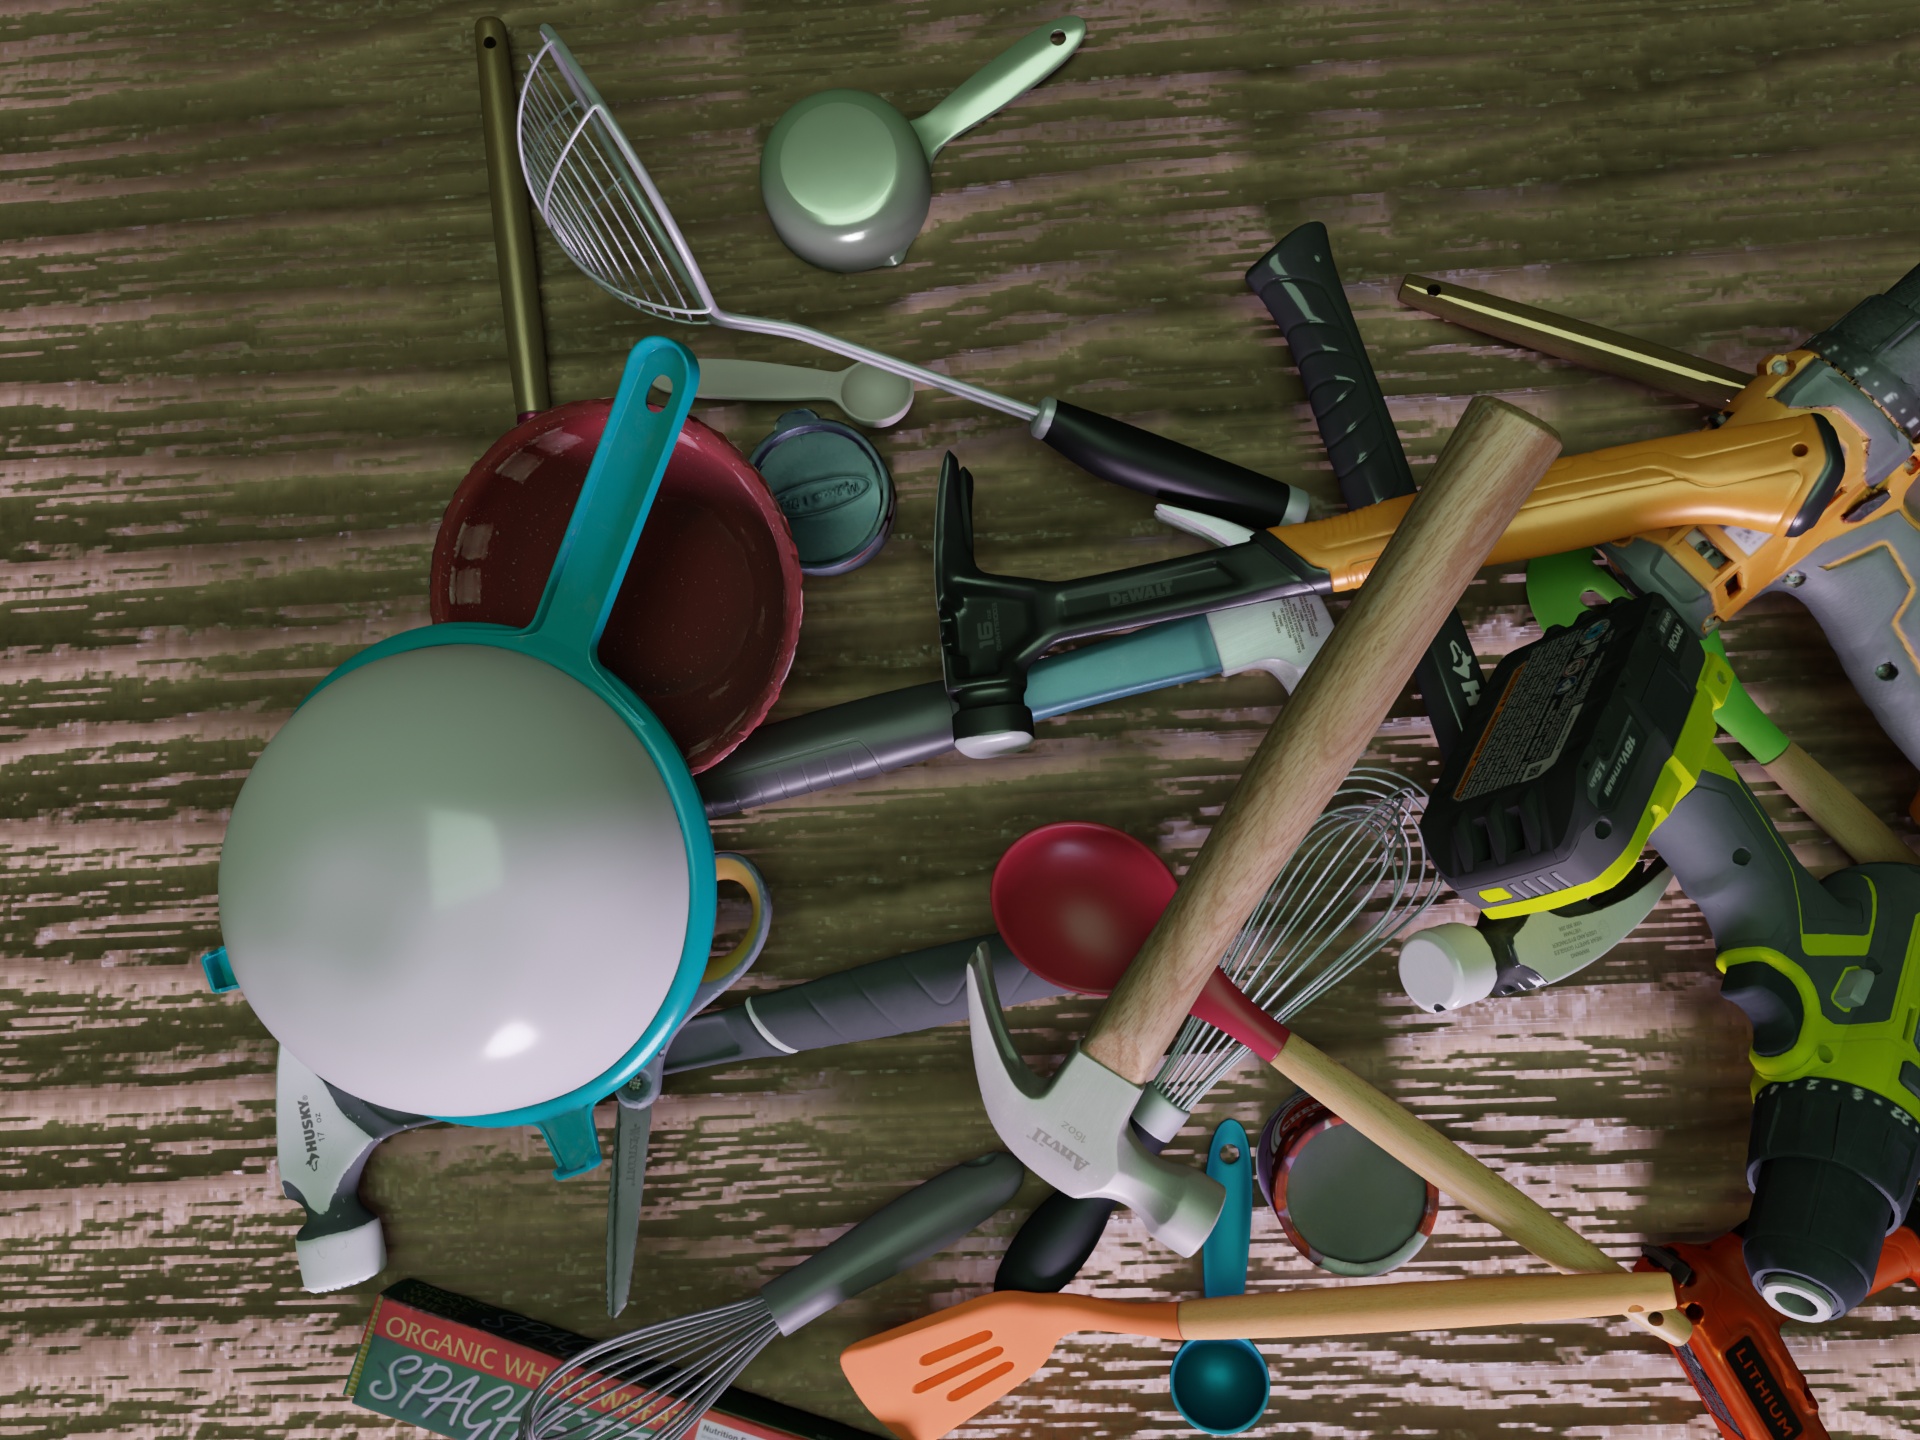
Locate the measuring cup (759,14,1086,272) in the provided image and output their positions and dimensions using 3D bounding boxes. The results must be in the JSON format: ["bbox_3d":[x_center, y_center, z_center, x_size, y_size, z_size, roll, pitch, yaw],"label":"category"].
[{"bbox_3d":[-0.015,-0.267,0.704,0.167,0.038,0.083,-34,85,4],"label":"measuring cup"}]

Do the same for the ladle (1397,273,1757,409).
[{"bbox_3d":[0.341,-0.132,0.678,0.320,0.062,0.078,21,87,11],"label":"ladle"}]

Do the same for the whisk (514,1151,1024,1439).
[{"bbox_3d":[-0.077,0.245,0.663,0.239,0.055,0.055,-28,86,-12],"label":"whisk"}]

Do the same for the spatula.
[{"bbox_3d":[0.111,0.245,0.630,0.322,0.041,0.081,-12,127,20],"label":"spatula"}]

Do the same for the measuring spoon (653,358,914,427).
[{"bbox_3d":[-0.080,-0.148,0.717,0.124,0.018,0.034,6,67,11],"label":"measuring spoon"}]

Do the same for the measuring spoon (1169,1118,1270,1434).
[{"bbox_3d":[0.113,0.237,0.684,0.042,0.021,0.129,4,78,5],"label":"measuring spoon"}]

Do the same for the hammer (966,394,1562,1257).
[{"bbox_3d":[0.112,0.032,0.586,0.130,0.031,0.331,31,100,5],"label":"hammer"}]

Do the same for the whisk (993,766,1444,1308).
[{"bbox_3d":[0.104,0.140,0.669,0.070,0.070,0.284,37,95,5],"label":"whisk"}]

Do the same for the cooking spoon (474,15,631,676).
[{"bbox_3d":[-0.196,-0.164,0.722,0.069,0.017,0.319,-7,87,-1],"label":"cooking spoon"}]

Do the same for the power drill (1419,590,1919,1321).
[{"bbox_3d":[0.282,0.084,0.590,0.228,0.080,0.191,44,56,-10],"label":"power drill"}]

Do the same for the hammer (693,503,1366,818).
[{"bbox_3d":[-0.001,-0.002,0.693,0.331,0.033,0.128,-15,87,3],"label":"hammer"}]

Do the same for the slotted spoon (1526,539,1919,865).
[{"bbox_3d":[0.364,0.030,0.670,0.070,0.031,0.314,-44,87,-4],"label":"slotted spoon"}]

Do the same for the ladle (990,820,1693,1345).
[{"bbox_3d":[0.147,0.142,0.620,0.315,0.031,0.069,35,102,7],"label":"ladle"}]

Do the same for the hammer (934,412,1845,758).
[{"bbox_3d":[0.151,-0.073,0.613,0.337,0.034,0.127,-10,75,16],"label":"hammer"}]

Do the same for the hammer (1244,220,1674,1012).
[{"bbox_3d":[0.193,-0.057,0.662,0.146,0.035,0.335,-9,76,-31],"label":"hammer"}]

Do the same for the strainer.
[{"bbox_3d":[-0.184,0.011,0.609,0.211,0.095,0.340,25,100,9],"label":"strainer"}]

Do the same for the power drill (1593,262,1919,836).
[{"bbox_3d":[0.388,-0.058,0.606,0.226,0.084,0.185,44,108,1],"label":"power drill"}]

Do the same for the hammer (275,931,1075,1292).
[{"bbox_3d":[-0.103,0.132,0.693,0.409,0.036,0.149,-13,85,3],"label":"hammer"}]

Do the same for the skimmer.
[{"bbox_3d":[-0.012,-0.175,0.663,0.363,0.127,0.090,19,93,-9],"label":"skimmer"}]
